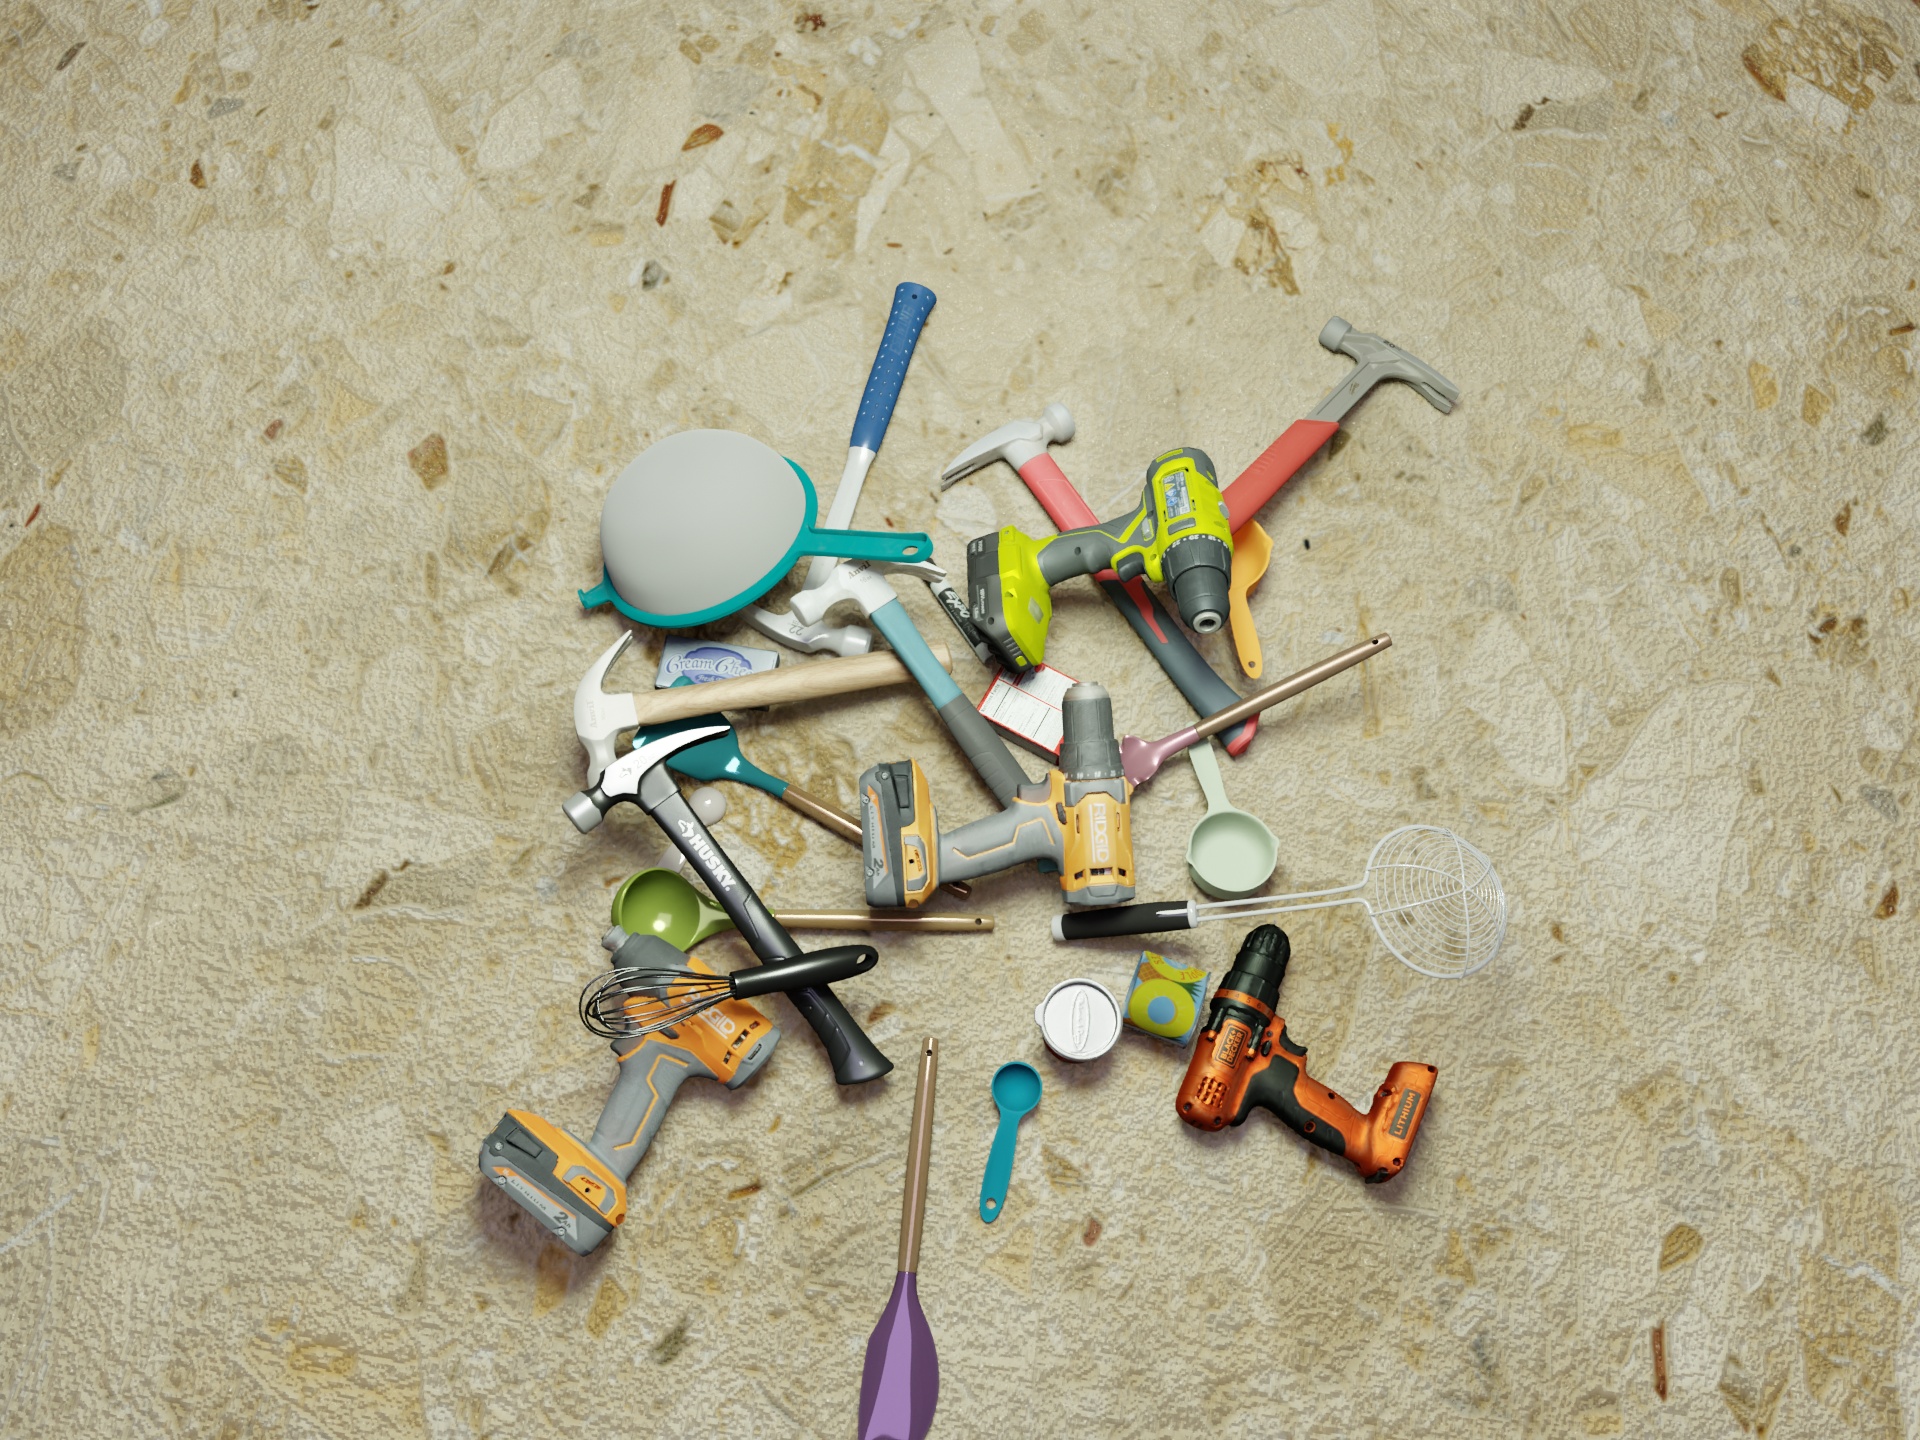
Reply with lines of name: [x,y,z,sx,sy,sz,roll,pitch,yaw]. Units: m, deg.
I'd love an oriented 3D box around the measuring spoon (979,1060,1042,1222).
measuring spoon: [0.035,0.341,1.290,0.042,0.021,0.129,13,77,2]

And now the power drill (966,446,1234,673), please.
power drill: [0.125,-0.125,1.368,0.228,0.080,0.191,-19,47,19]

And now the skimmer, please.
skimmer: [0.259,0.162,1.316,0.363,0.090,0.127,-9,66,20]

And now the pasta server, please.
pasta server: [0.230,-0.004,1.388,0.316,0.040,0.060,-26,66,5]

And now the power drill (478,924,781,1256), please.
power drill: [-0.272,0.281,1.247,0.164,0.084,0.226,43,69,-5]

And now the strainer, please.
strainer: [-0.185,-0.183,1.380,0.340,0.095,0.211,7,57,29]

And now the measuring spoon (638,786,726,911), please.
measuring spoon: [-0.242,0.109,1.369,0.034,0.018,0.124,26,70,8]

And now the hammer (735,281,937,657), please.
hammer: [-0.102,-0.249,1.515,0.144,0.035,0.406,15,68,3]

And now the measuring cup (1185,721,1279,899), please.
measuring cup: [0.223,0.080,1.395,0.083,0.038,0.168,-10,61,-6]

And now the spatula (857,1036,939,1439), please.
spatula: [-0.037,0.409,1.254,0.060,0.018,0.316,6,69,-1]

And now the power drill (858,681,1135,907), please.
power drill: [0.030,0.065,1.316,0.226,0.084,0.185,-3,90,-3]

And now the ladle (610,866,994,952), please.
ladle: [-0.130,0.166,1.332,0.320,0.062,0.078,2,80,-5]

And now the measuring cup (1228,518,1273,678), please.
measuring cup: [0.247,-0.110,1.465,0.095,0.052,0.174,-8,70,-6]

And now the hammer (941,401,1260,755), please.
hammer: [0.137,-0.120,1.471,0.143,0.038,0.386,-30,72,-13]

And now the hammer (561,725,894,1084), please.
hammer: [-0.165,0.157,1.294,0.146,0.035,0.335,-37,88,-16]

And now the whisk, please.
whisk: [-0.176,0.203,1.235,0.239,0.055,0.055,-8,67,-23]

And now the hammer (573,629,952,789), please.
hammer: [-0.168,-0.030,1.380,0.331,0.031,0.130,-11,79,-16]

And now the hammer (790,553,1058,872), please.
hammer: [-0.002,-0.004,1.379,0.128,0.033,0.331,-35,87,-16]

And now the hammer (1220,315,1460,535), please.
hammer: [0.324,-0.254,1.499,0.149,0.036,0.359,37,59,15]

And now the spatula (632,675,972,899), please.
spatula: [-0.130,0.071,1.377,0.317,0.044,0.082,28,65,8]
